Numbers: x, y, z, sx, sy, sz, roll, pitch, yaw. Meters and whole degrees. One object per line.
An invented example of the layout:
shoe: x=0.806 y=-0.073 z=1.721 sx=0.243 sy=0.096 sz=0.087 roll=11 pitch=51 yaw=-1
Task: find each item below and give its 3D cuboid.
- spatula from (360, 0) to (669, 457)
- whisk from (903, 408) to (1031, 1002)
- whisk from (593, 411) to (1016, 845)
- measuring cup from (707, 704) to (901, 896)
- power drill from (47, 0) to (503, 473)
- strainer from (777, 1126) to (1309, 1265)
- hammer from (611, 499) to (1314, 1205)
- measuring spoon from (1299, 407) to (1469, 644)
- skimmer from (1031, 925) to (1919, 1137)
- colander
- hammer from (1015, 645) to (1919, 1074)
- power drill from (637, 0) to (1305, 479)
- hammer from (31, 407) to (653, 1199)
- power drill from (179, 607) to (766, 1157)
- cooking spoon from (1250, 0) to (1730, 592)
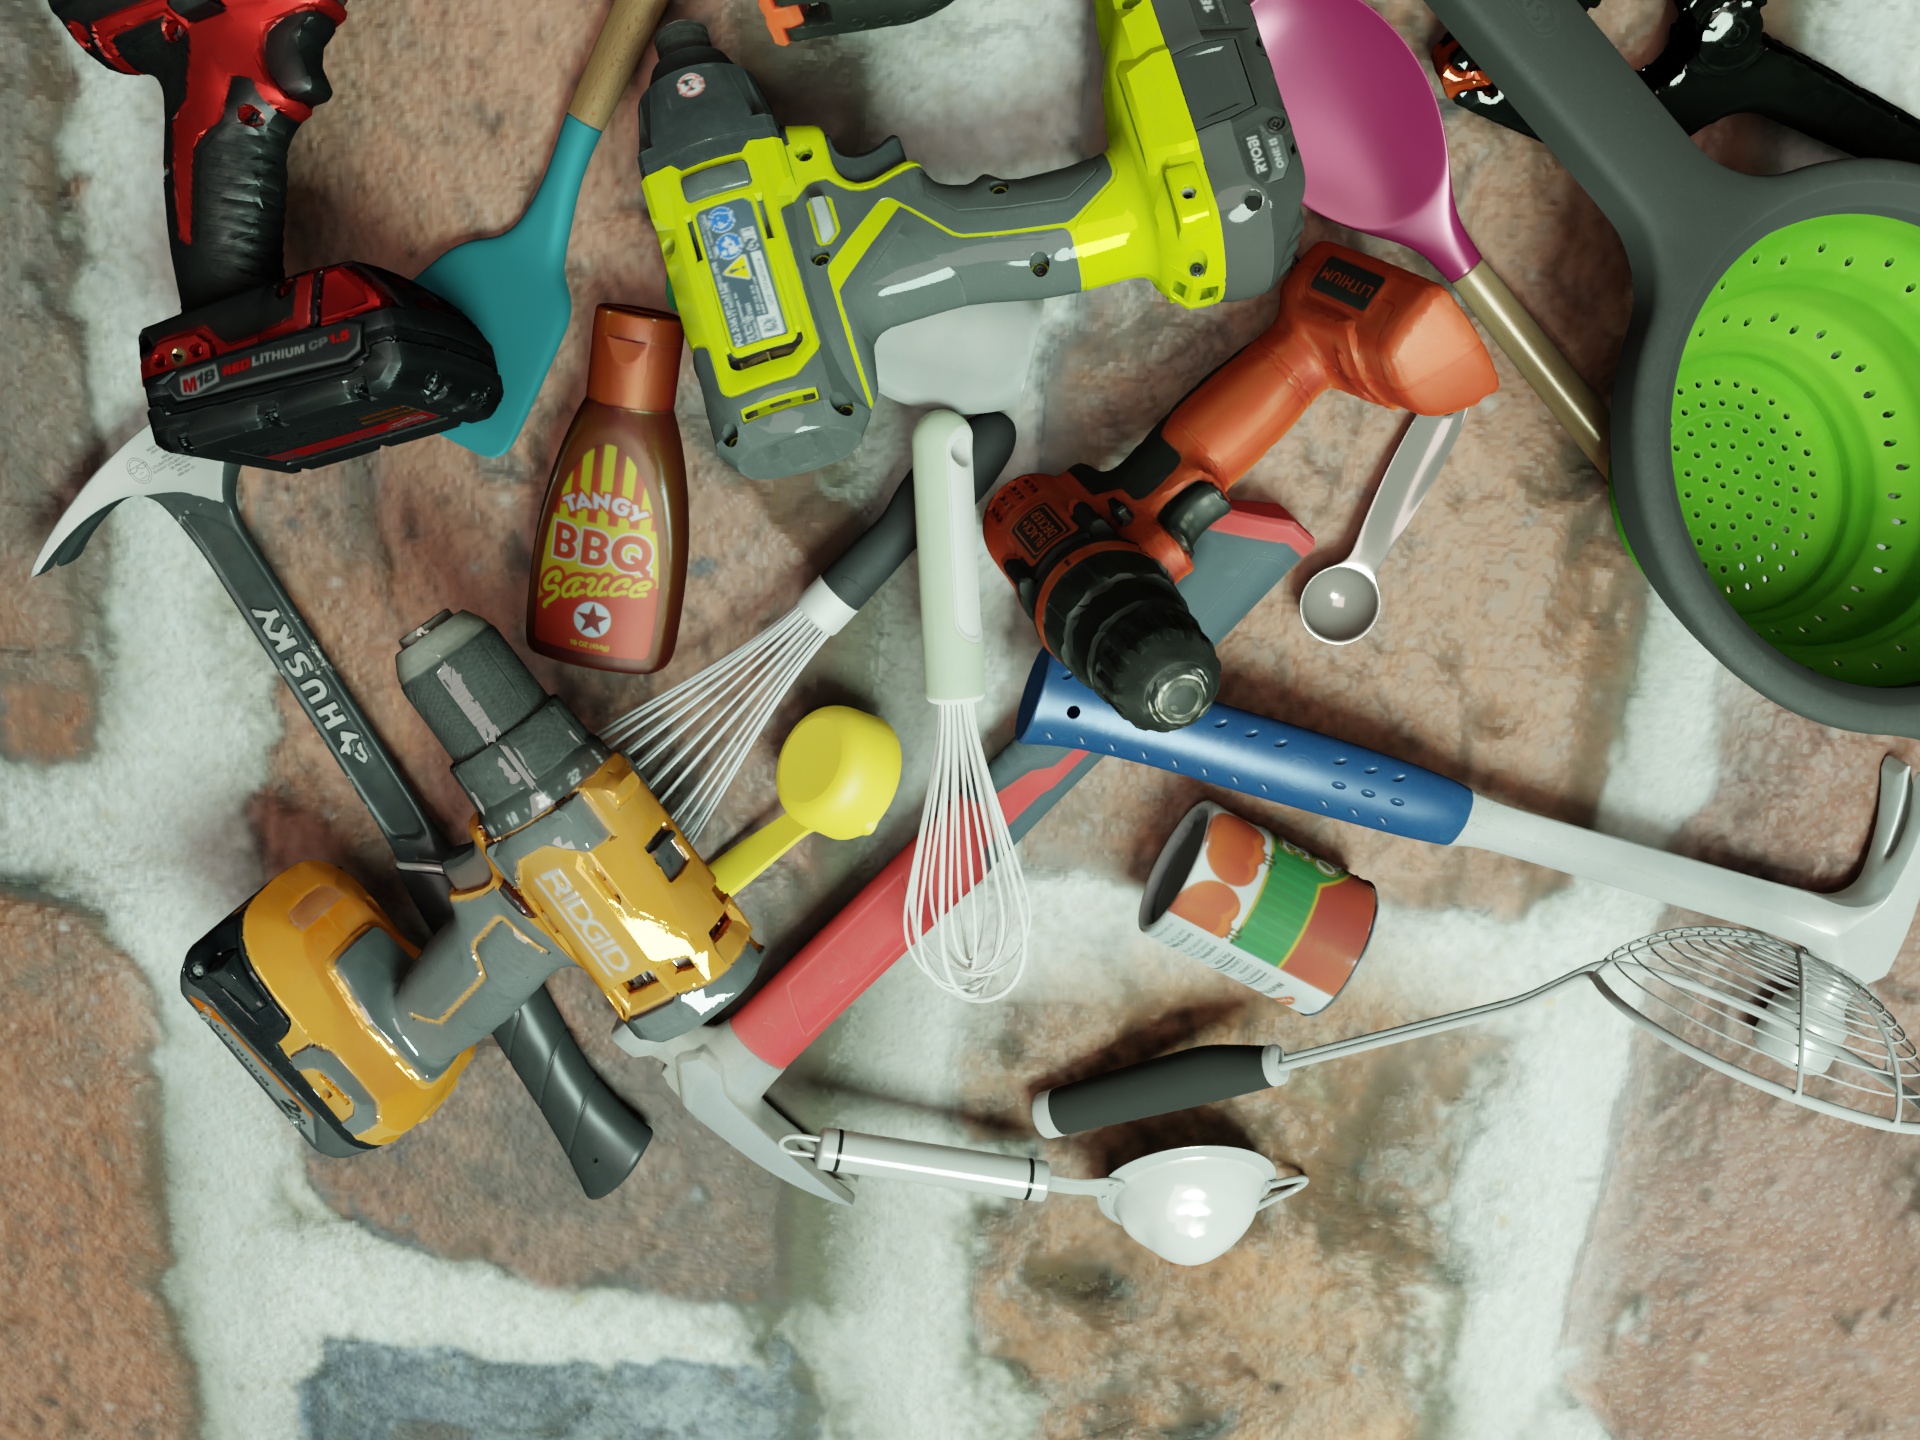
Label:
spatula: x=-0.137 y=-0.256 z=0.615 sx=0.082 sy=0.044 sz=0.317 roll=32 pitch=106 yaw=6
whisk: x=-0.001 y=-0.002 z=0.650 sx=0.059 sy=0.058 sz=0.246 roll=5 pitch=103 yaw=35
whisk: x=-0.078 y=-0.026 z=0.683 sx=0.284 sy=0.070 sz=0.070 roll=-44 pitch=101 yaw=10
measuring cup: x=-0.091 y=0.049 z=0.707 sx=0.156 sy=0.062 sz=0.029 roll=-38 pitch=140 yaw=22
power drill: x=-0.252 y=-0.215 z=0.596 sx=0.143 sy=0.078 sz=0.219 roll=-13 pitch=90 yaw=12
strainer: x=0.042 y=0.218 z=0.740 sx=0.258 sy=0.050 sz=0.086 roll=11 pitch=135 yaw=-8
hammer: x=0.018 y=0.059 z=0.711 sx=0.143 sy=0.038 sz=0.386 roll=42 pitch=105 yaw=-11
measuring spoon: x=0.180 y=-0.090 z=0.670 sx=0.034 sy=0.018 sz=0.124 roll=26 pitch=100 yaw=-6
skimmer: x=0.199 y=0.162 z=0.674 sx=0.363 sy=0.127 sz=0.090 roll=-20 pitch=82 yaw=27
colander: x=0.262 y=-0.154 z=0.590 sx=0.204 sy=0.094 sz=0.397 roll=-45 pitch=97 yaw=-9
hammer: x=0.223 y=0.038 z=0.673 sx=0.405 sy=0.035 sz=0.144 roll=16 pitch=108 yaw=-10
power drill: x=-0.003 y=-0.201 z=0.583 sx=0.223 sy=0.080 sz=0.171 roll=-16 pitch=83 yaw=2
hammer: x=-0.257 y=0.051 z=0.725 sx=0.149 sy=0.036 sz=0.408 roll=-24 pitch=105 yaw=11
power drill: x=-0.215 y=0.071 z=0.648 sx=0.226 sy=0.084 sz=0.185 roll=-27 pitch=106 yaw=26
cooking spoon: x=0.219 y=-0.162 z=0.640 sx=0.068 sy=0.017 sz=0.318 roll=-37 pitch=103 yaw=30
